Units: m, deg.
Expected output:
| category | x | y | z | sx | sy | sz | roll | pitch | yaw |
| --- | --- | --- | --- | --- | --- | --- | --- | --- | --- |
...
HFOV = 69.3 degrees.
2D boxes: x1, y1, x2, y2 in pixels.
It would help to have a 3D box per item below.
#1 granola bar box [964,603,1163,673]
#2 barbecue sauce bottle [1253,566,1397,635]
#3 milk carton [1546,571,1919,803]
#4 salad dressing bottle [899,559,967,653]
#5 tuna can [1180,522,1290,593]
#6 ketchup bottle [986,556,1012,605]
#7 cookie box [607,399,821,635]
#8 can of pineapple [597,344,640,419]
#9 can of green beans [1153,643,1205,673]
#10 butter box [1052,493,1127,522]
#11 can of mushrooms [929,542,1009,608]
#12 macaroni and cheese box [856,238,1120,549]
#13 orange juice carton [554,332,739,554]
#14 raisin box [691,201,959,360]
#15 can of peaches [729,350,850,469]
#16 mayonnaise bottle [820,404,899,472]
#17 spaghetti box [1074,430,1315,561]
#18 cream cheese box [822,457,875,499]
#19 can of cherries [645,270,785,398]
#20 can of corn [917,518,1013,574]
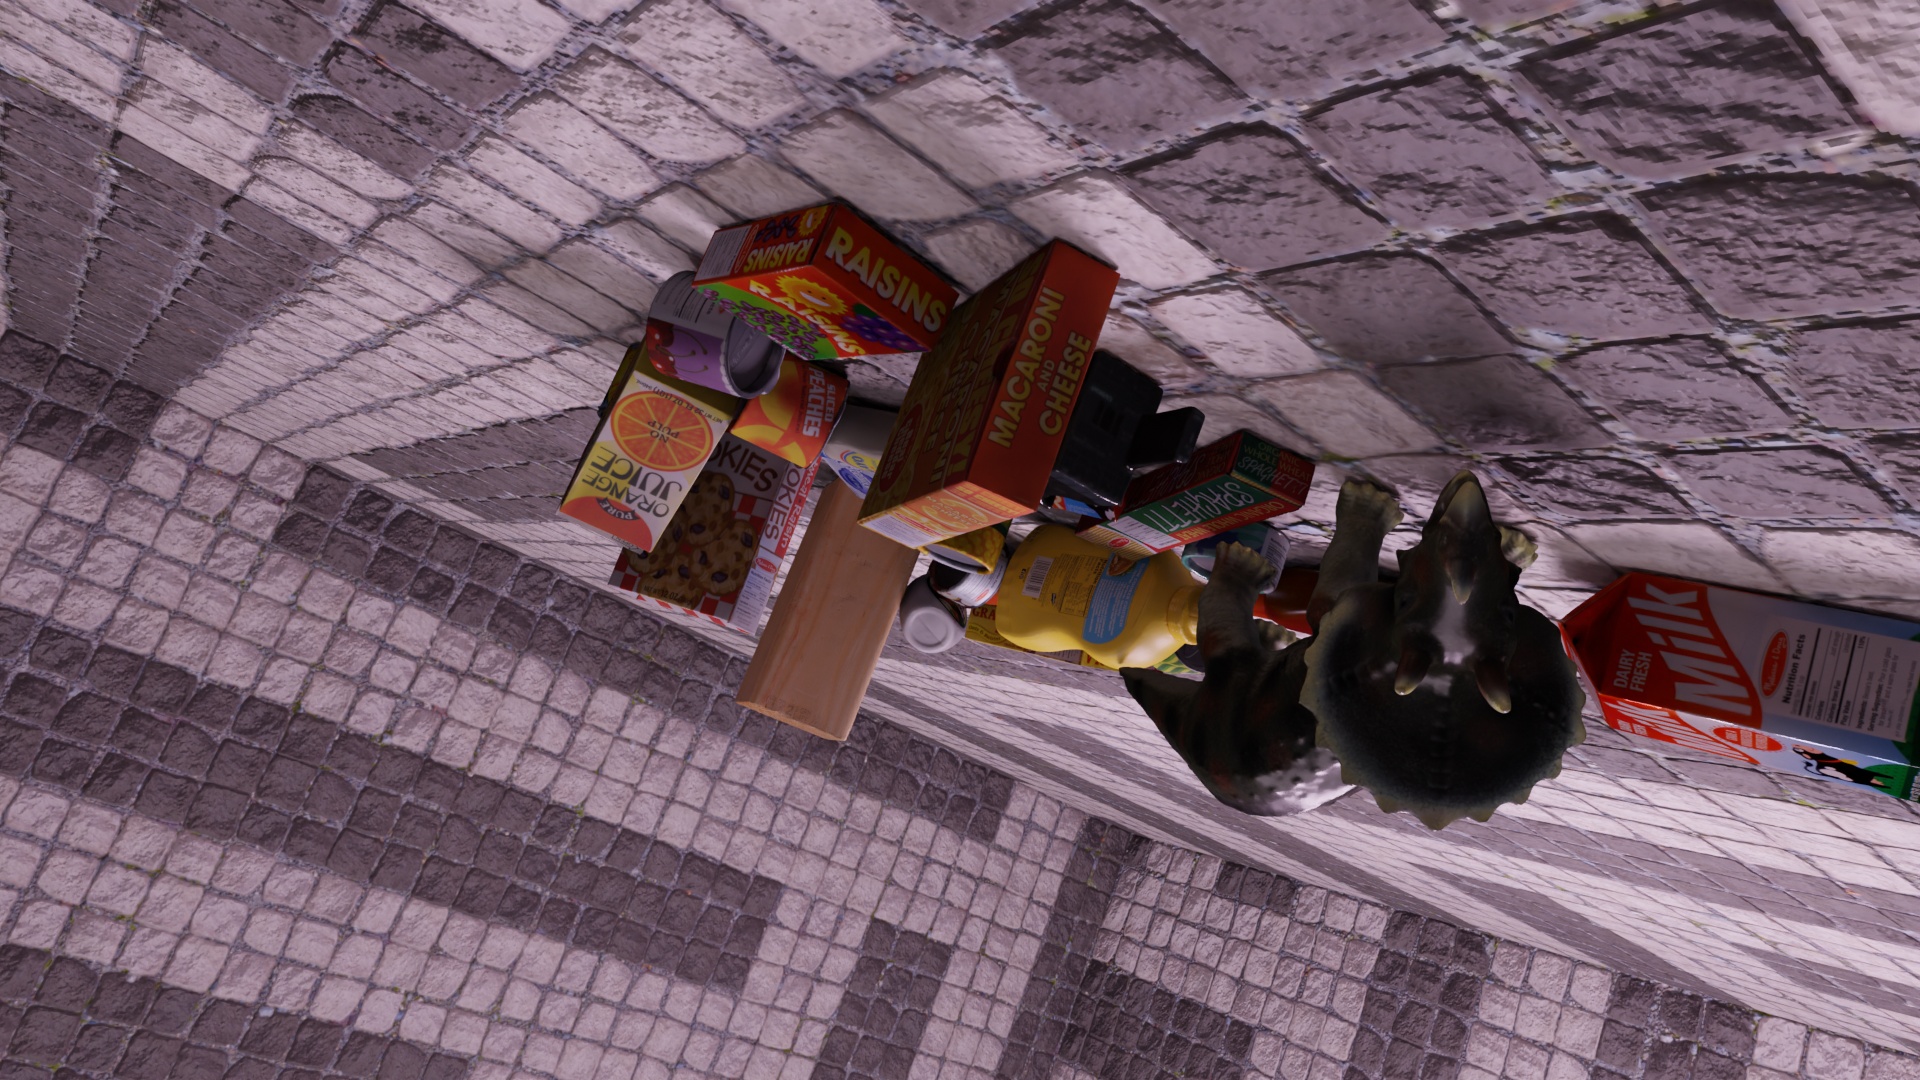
| category | x | y | z | sx | sy | sz | roll | pitch | yaw |
| --- | --- | --- | --- | --- | --- | --- | --- | --- | --- |
| granola bar box | 0.101 | 0.091 | 1.280 | 0.124 | 0.039 | 0.165 | 11 | 177 | 34 |
| barbecue sauce bottle | 0.246 | 0.043 | 0.933 | 0.148 | 0.044 | 0.064 | 11 | 163 | 39 |
| milk carton | 0.403 | 0.070 | 0.728 | 0.190 | 0.073 | 0.072 | 13 | 165 | 33 |
| salad dressing bottle | -0.019 | 0.050 | 1.231 | 0.064 | 0.044 | 0.148 | 49 | -163 | -11 |
| tuna can | 0.179 | 0.008 | 0.918 | 0.071 | 0.033 | 0.071 | 20 | 166 | 5 |
| ketchup bottle | 0.068 | 0.034 | 1.164 | 0.065 | 0.043 | 0.148 | 1 | 178 | -32 |
| cookie box | -0.184 | -0.025 | 1.061 | 0.123 | 0.167 | 0.040 | 13 | 167 | 30 |
| can of pineapple | -0.230 | -0.108 | 1.041 | 0.071 | 0.058 | 0.071 | 20 | 166 | 5 |
| can of green beans | 0.182 | 0.073 | 1.103 | 0.071 | 0.071 | 0.057 | 25 | 167 | -14 |
| butter box | 0.053 | -0.047 | 0.884 | 0.103 | 0.024 | 0.053 | 15 | 146 | 25 |
| can of mushrooms | 0.006 | 0.020 | 1.171 | 0.033 | 0.071 | 0.071 | 30 | 164 | -32 |
| macaroni and cheese box | 0.008 | -0.066 | 0.689 | 0.040 | 0.124 | 0.166 | 24 | 166 | -16 |
| orange juice carton | -0.222 | -0.062 | 0.974 | 0.072 | 0.073 | 0.191 | 26 | 131 | -17 |
| raisin box | -0.073 | -0.133 | 0.733 | 0.086 | 0.040 | 0.123 | 32 | 165 | -35 |
| can of peaches | -0.112 | -0.089 | 0.913 | 0.058 | 0.071 | 0.071 | 26 | 166 | -15 |
| mayonnaise bottle | -0.057 | -0.068 | 0.965 | 0.148 | 0.041 | 0.064 | 13 | 166 | 30 |
| spaghetti box | 0.138 | -0.022 | 0.869 | 0.050 | 0.029 | 0.249 | 24 | 167 | -11 |
| cream cheese box | -0.068 | -0.053 | 1.079 | 0.053 | 0.024 | 0.103 | 16 | 166 | 19 |
| can of cherries | -0.144 | -0.121 | 0.827 | 0.058 | 0.071 | 0.071 | 16 | 166 | 21 |
| can of corn | 0.004 | -0.013 | 1.052 | 0.071 | 0.058 | 0.071 | 20 | 167 | 5 |
